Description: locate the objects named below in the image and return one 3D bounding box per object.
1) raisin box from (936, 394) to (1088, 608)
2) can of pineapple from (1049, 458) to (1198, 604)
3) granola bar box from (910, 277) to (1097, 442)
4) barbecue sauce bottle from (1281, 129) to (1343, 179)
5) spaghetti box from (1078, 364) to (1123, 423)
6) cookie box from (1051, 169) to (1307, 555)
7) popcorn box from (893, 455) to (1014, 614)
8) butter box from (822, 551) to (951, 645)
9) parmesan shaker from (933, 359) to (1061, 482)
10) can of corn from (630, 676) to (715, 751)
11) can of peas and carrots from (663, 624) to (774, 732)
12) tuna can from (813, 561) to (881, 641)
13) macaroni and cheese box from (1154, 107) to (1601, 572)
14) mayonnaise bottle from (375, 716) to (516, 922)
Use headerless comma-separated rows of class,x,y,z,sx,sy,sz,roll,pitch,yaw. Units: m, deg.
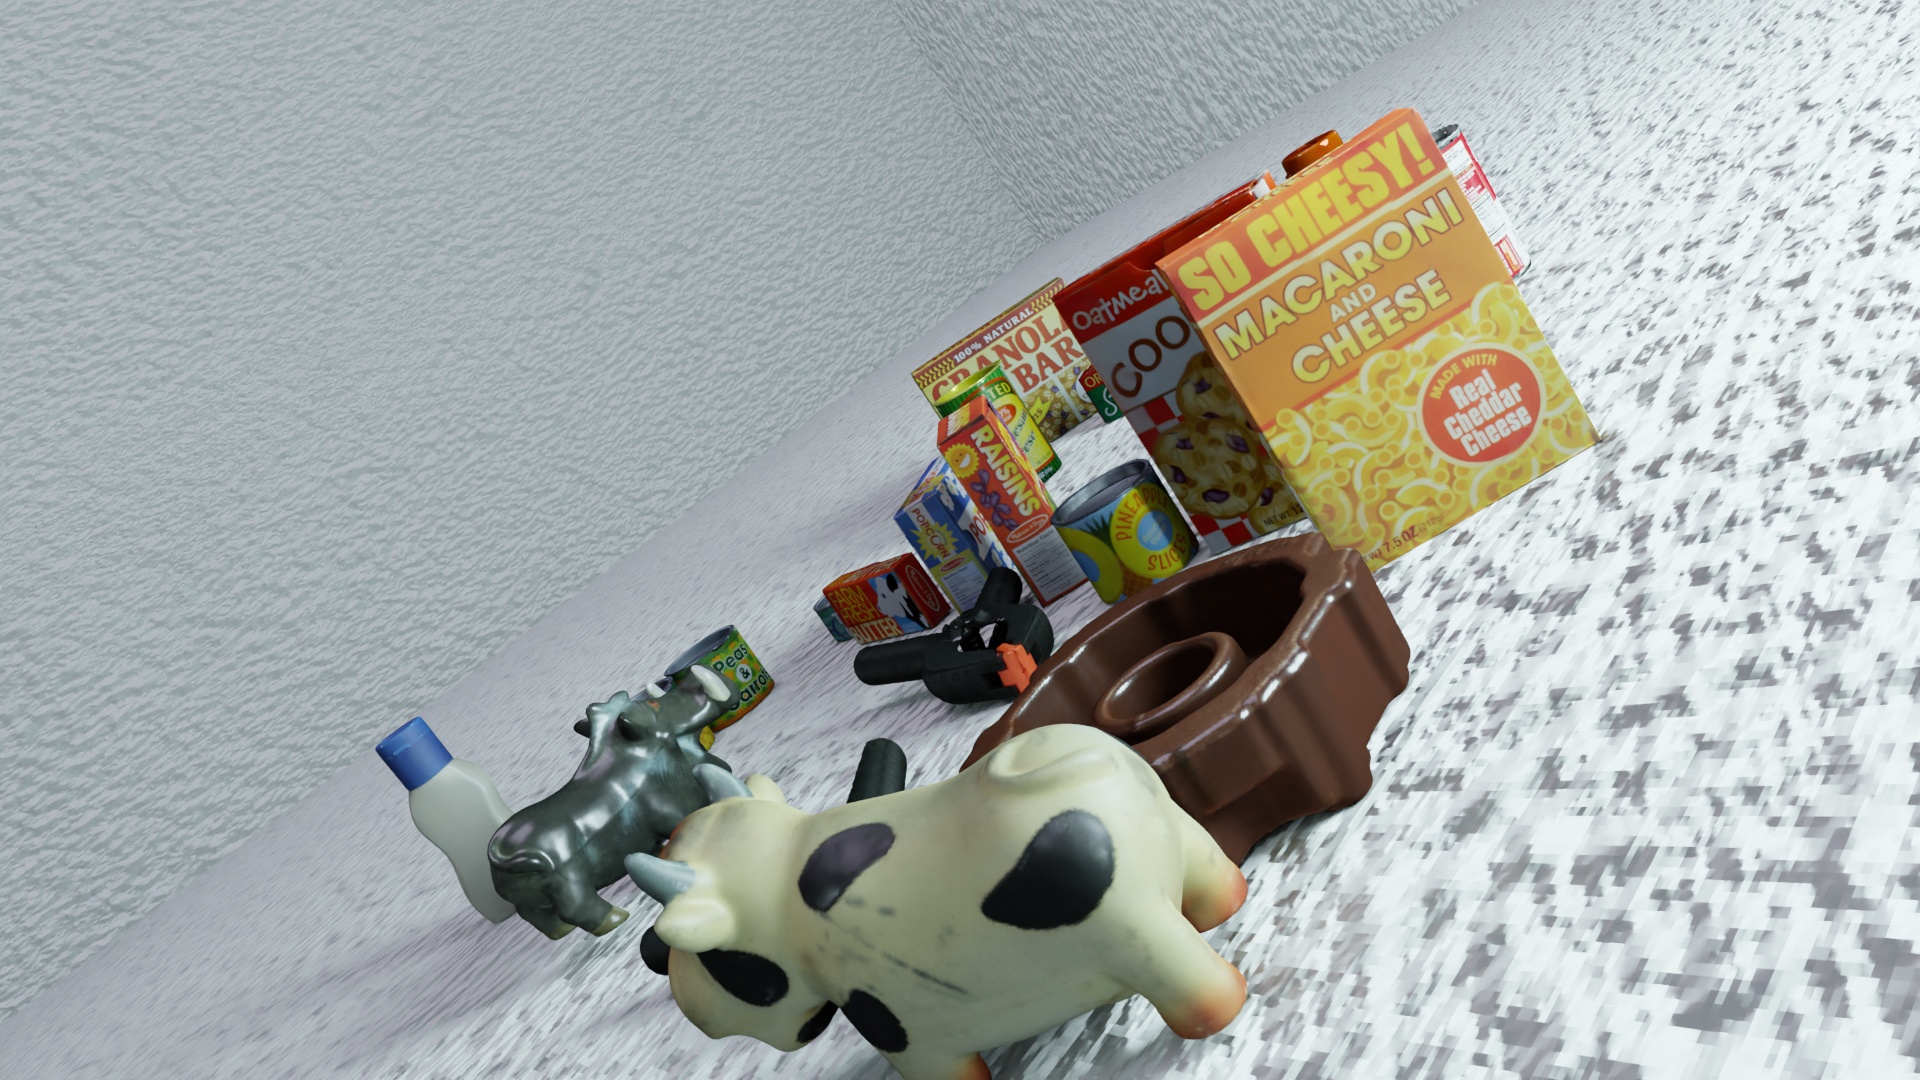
raisin box,0.033,-0.027,0.881,0.040,0.123,0.086,-32,12,8
can of pineapple,0.095,-0.005,0.791,0.071,0.058,0.071,-32,12,8
granola bar box,0.056,-0.148,1.291,0.165,0.124,0.039,-33,12,4
barbecue sauce bottle,0.245,-0.173,0.835,0.043,0.148,0.065,-32,12,10
spaghetti box,0.206,-0.166,1.145,0.249,0.050,0.029,-24,15,39
cookie box,0.144,-0.088,0.721,0.122,0.167,0.040,-26,14,35
popcorn box,0.004,-0.012,0.992,0.038,0.085,0.127,-30,13,21
butter box,-0.055,0.043,1.006,0.024,0.053,0.103,-42,14,-34
parmesan shaker,0.035,-0.092,1.178,0.071,0.103,0.071,-32,12,8
can of corn,-0.226,0.145,1.044,0.071,0.058,0.071,-32,12,8
can of peas and carrots,-0.186,0.107,1.086,0.071,0.058,0.071,-32,12,8
tuna can,-0.080,0.049,1.098,0.071,0.033,0.071,-32,12,8
macaroni and cheese box,0.181,-0.084,0.610,0.123,0.166,0.040,-32,12,10
mayonnaise bottle,-0.342,0.189,0.959,0.065,0.148,0.041,-35,12,-5
